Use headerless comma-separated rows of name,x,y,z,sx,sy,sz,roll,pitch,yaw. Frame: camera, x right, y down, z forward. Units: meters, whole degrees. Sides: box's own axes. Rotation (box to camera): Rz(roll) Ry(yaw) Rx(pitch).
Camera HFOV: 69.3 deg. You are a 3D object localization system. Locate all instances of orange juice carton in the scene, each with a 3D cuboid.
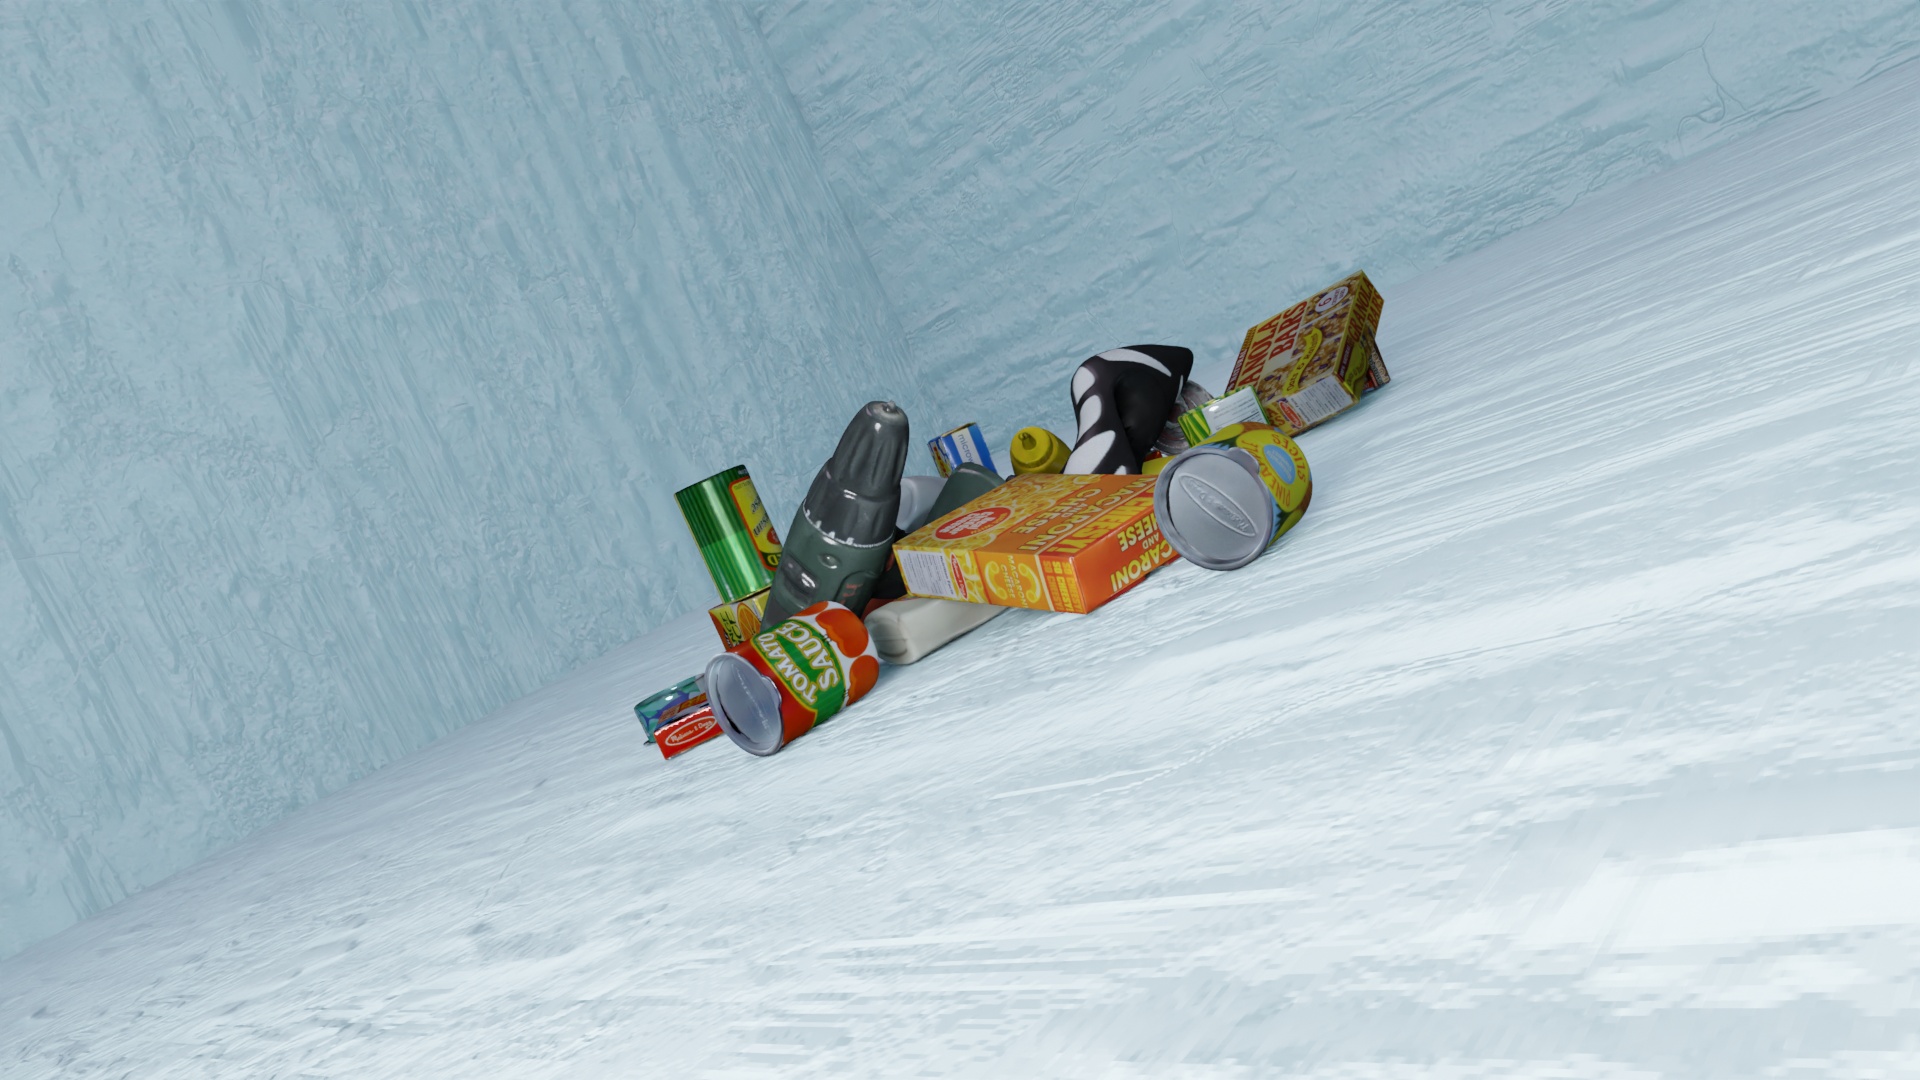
orange juice carton,-0.164,0.075,1.226,0.073,0.071,0.192,-26,5,-25

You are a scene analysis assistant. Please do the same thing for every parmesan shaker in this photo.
parmesan shaker,-0.191,-0.005,1.166,0.071,0.103,0.071,-24,4,2

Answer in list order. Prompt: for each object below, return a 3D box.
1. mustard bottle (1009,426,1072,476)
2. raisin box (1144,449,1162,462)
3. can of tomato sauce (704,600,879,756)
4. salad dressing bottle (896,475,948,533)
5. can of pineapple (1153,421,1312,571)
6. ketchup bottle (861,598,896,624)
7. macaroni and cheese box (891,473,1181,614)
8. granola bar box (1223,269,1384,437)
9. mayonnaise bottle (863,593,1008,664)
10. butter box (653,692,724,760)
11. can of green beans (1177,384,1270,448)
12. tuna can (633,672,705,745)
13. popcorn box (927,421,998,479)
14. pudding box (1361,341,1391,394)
mustard bottle,0.081,-0.074,1.348,0.065,0.049,0.160,-26,-26,6
raisin box,0.130,-0.045,1.226,0.086,0.040,0.123,-26,4,-5
can of tomato sauce,-0.099,0.080,0.829,0.071,0.071,0.083,-21,5,46
salad dressing bottle,0.004,-0.014,1.131,0.148,0.044,0.064,15,-52,-43
can of pineapple,0.144,-0.025,0.724,0.071,0.071,0.058,-22,5,39
ketchup bottle,-0.105,0.077,1.064,0.064,0.043,0.149,-22,6,32
macaroni and cheese box,0.057,-0.002,0.864,0.124,0.040,0.166,-30,21,-35
granola bar box,0.289,-0.149,1.183,0.124,0.039,0.166,-26,24,40
mayonnaise bottle,0.009,0.034,0.938,0.149,0.041,0.064,-28,9,-30
butter box,-0.195,0.133,1.026,0.053,0.024,0.103,-25,5,-7
can of green beans,0.214,-0.085,1.109,0.071,0.058,0.071,-25,4,2
tuna can,-0.230,0.136,1.124,0.071,0.033,0.071,-25,4,2
popcorn box,0.014,-0.041,1.257,0.038,0.126,0.085,-23,4,-10
pudding box,0.337,-0.150,1.242,0.030,0.049,0.083,-26,5,-34
